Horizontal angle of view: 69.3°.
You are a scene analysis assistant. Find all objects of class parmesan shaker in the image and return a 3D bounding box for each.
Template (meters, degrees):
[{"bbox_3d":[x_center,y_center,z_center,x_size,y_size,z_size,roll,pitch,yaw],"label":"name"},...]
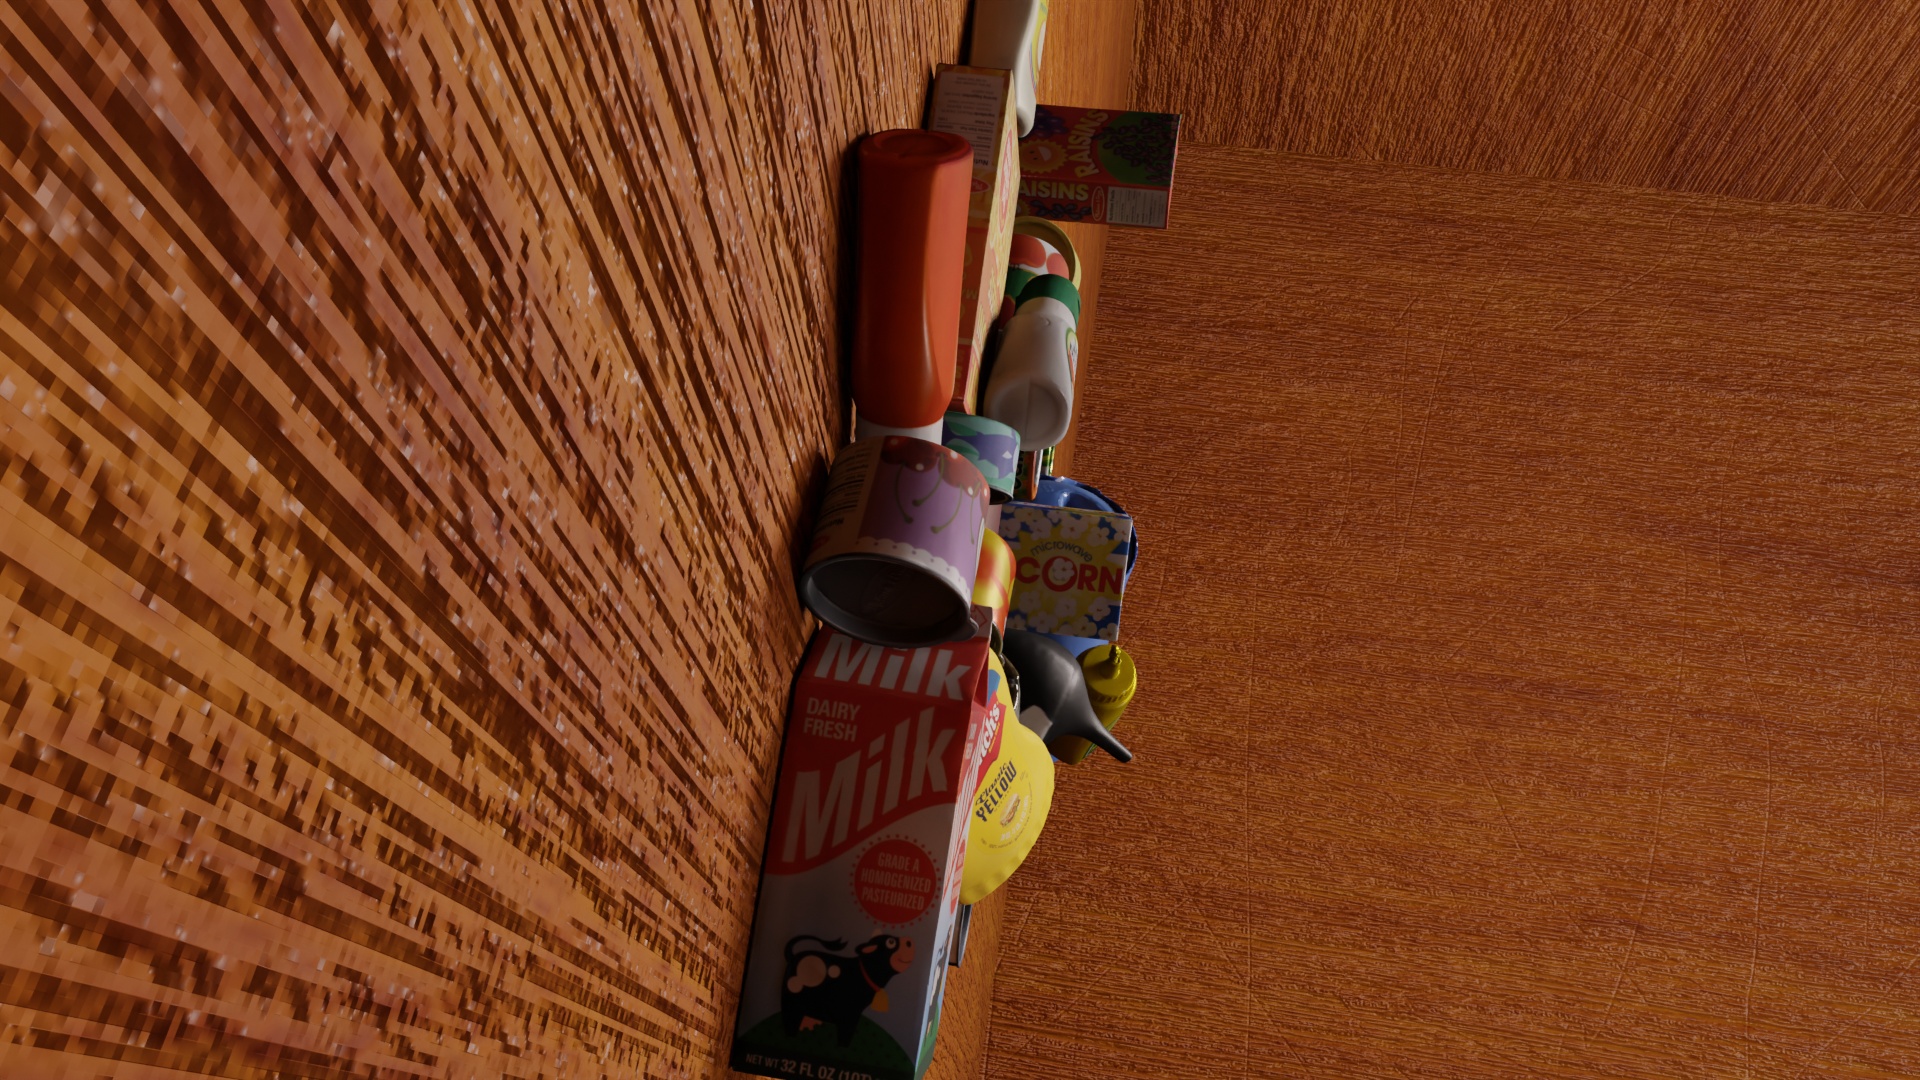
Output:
[{"bbox_3d":[0.050,-0.188,0.983,0.103,0.071,0.071,-45,142,-81],"label":"parmesan shaker"}]

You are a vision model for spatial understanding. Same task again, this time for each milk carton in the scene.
[{"bbox_3d":[-0.034,0.116,0.564,0.073,0.072,0.190,57,41,-80],"label":"milk carton"}]

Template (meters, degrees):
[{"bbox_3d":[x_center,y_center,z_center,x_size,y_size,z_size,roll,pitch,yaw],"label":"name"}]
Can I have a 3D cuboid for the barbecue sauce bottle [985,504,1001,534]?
[{"bbox_3d":[0.003,-0.011,0.879,0.065,0.044,0.148,-41,139,-80],"label":"barbecue sauce bottle"}]

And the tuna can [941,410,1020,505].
[{"bbox_3d":[-0.007,-0.040,0.663,0.071,0.071,0.033,60,37,-80],"label":"tuna can"}]

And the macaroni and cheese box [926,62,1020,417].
[{"bbox_3d":[-0.001,-0.136,0.709,0.123,0.040,0.166,66,32,-79],"label":"macaroni and cheese box"}]

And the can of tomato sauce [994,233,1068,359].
[{"bbox_3d":[0.032,-0.138,0.859,0.070,0.071,0.083,88,11,-56],"label":"can of tomato sauce"}]

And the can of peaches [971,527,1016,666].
[{"bbox_3d":[-0.004,0.031,0.740,0.070,0.071,0.058,91,8,-46],"label":"can of peaches"}]

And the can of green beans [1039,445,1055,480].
[{"bbox_3d":[0.044,-0.071,1.106,0.071,0.058,0.071,4,93,-84],"label":"can of green beans"}]

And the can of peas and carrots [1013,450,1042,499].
[{"bbox_3d":[0.025,-0.063,0.939,0.071,0.059,0.071,4,93,-84],"label":"can of peas and carrots"}]

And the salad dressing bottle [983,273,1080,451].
[{"bbox_3d":[0.042,-0.101,0.745,0.148,0.044,0.064,-76,171,-58],"label":"salad dressing bottle"}]

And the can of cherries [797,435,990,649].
[{"bbox_3d":[-0.022,0.002,0.542,0.071,0.071,0.059,88,10,-55],"label":"can of cherries"}]

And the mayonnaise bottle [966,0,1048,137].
[{"bbox_3d":[0.030,-0.305,0.771,0.065,0.041,0.148,5,93,-82],"label":"mayonnaise bottle"}]

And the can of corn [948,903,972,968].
[{"bbox_3d":[-0.024,0.222,0.848,0.071,0.058,0.071,4,93,-84],"label":"can of corn"}]

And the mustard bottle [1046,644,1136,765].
[{"bbox_3d":[0.094,0.111,0.988,0.065,0.049,0.159,-47,168,-24],"label":"mustard bottle"}]

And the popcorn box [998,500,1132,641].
[{"bbox_3d":[0.049,0.018,0.942,0.038,0.127,0.085,-66,163,-85],"label":"popcorn box"}]

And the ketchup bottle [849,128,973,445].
[{"bbox_3d":[-0.022,-0.086,0.561,0.065,0.043,0.148,-68,165,-62],"label":"ketchup bottle"}]

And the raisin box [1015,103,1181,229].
[{"bbox_3d":[0.088,-0.263,0.973,0.039,0.123,0.086,87,12,-53],"label":"raisin box"}]
